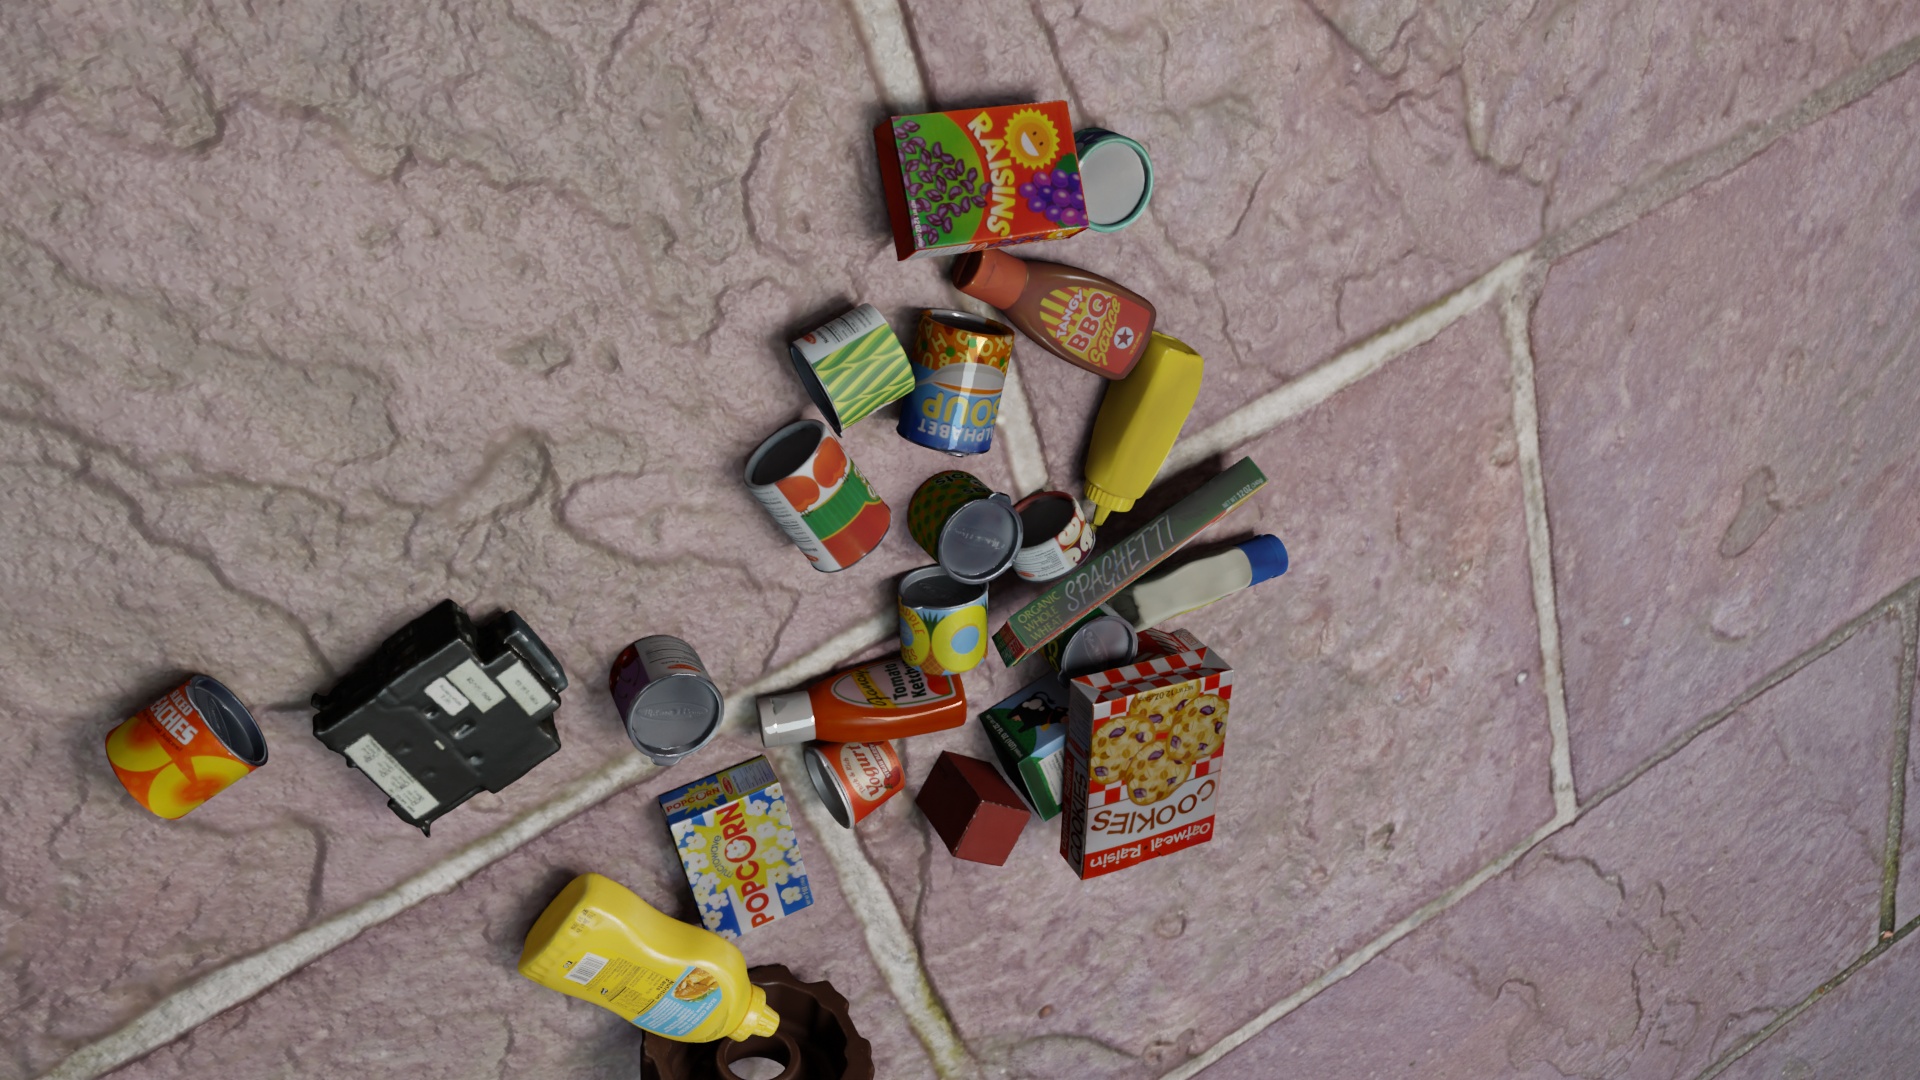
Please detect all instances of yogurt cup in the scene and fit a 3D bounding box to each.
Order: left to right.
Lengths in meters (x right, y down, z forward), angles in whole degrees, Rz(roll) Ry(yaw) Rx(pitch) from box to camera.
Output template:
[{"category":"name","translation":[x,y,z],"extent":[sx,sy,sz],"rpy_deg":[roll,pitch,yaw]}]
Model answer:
[{"category":"yogurt cup","translation":[-0.078,0.174,1.040],"extent":[0.054,0.072,0.072],"rpy_deg":[-27,123,-23]}]

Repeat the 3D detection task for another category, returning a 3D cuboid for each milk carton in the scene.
[{"category":"milk carton","translation":[0.120,0.134,1.115],"extent":[0.191,0.072,0.073],"rpy_deg":[-30,124,-10]}]

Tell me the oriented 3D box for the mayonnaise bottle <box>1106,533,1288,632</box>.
[{"category":"mayonnaise bottle","translation":[0.192,0.032,1.109],"extent":[0.148,0.064,0.041],"rpy_deg":[-18,88,-21]}]

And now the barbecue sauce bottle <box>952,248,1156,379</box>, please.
[{"category":"barbecue sauce bottle","translation":[0.064,-0.163,0.960],"extent":[0.148,0.044,0.064],"rpy_deg":[19,104,-32]}]

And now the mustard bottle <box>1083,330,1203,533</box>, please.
[{"category":"mustard bottle","translation":[0.126,-0.073,1.026],"extent":[0.049,0.065,0.159],"rpy_deg":[11,114,-25]}]

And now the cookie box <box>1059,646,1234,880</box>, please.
[{"category":"cookie box","translation":[0.143,0.174,1.075],"extent":[0.123,0.040,0.166],"rpy_deg":[-11,120,-22]}]

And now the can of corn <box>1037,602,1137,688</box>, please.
[{"category":"can of corn","translation":[0.093,0.077,1.081],"extent":[0.071,0.058,0.070],"rpy_deg":[-11,118,-22]}]

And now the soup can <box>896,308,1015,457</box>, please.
[{"category":"soup can","translation":[-0.002,-0.106,0.937],"extent":[0.071,0.071,0.083],"rpy_deg":[2,112,-27]}]

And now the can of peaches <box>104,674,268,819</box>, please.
[{"category":"can of peaches","translation":[-0.457,0.121,0.819],"extent":[0.058,0.071,0.071],"rpy_deg":[-34,124,-7]}]

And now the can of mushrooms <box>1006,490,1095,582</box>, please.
[{"category":"can of mushrooms","translation":[0.063,-0.005,1.024],"extent":[0.071,0.071,0.033],"rpy_deg":[-36,124,-7]}]

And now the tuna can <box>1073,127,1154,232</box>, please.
[{"category":"tuna can","translation":[0.098,-0.245,0.945],"extent":[0.071,0.033,0.070],"rpy_deg":[-11,118,-21]}]

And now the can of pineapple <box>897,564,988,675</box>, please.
[{"category":"can of pineapple","translation":[-0.014,0.058,1.013],"extent":[0.071,0.071,0.057],"rpy_deg":[-13,119,-21]}]

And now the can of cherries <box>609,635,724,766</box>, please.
[{"category":"can of cherries","translation":[-0.202,0.109,0.947],"extent":[0.072,0.058,0.071],"rpy_deg":[-12,119,-23]}]

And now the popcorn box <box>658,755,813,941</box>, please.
[{"category":"popcorn box","translation":[-0.166,0.233,1.038],"extent":[0.085,0.038,0.126],"rpy_deg":[-20,121,-16]}]

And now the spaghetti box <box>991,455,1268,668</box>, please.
[{"category":"spaghetti box","translation":[0.129,0.014,1.044],"extent":[0.251,0.050,0.029],"rpy_deg":[-33,81,-23]}]

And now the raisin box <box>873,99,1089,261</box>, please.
[{"category":"raisin box","translation":[0.014,-0.230,0.888],"extent":[0.124,0.040,0.086],"rpy_deg":[-12,93,-21]}]

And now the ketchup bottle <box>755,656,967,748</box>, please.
[{"category":"ketchup bottle","translation":[-0.073,0.121,1.019],"extent":[0.149,0.065,0.043],"rpy_deg":[-10,131,-13]}]

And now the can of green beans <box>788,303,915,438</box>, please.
[{"category":"can of green beans","translation":[-0.070,-0.113,0.903],"extent":[0.058,0.071,0.071],"rpy_deg":[-31,124,-11]}]

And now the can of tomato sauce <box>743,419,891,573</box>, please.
[{"category":"can of tomato sauce","translation":[-0.094,-0.031,0.931],"extent":[0.071,0.071,0.083],"rpy_deg":[-39,124,-5]}]

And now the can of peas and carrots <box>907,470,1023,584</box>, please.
[{"category":"can of peas and carrots","translation":[0.004,-0.012,0.993],"extent":[0.071,0.059,0.070],"rpy_deg":[-11,117,-22]}]
